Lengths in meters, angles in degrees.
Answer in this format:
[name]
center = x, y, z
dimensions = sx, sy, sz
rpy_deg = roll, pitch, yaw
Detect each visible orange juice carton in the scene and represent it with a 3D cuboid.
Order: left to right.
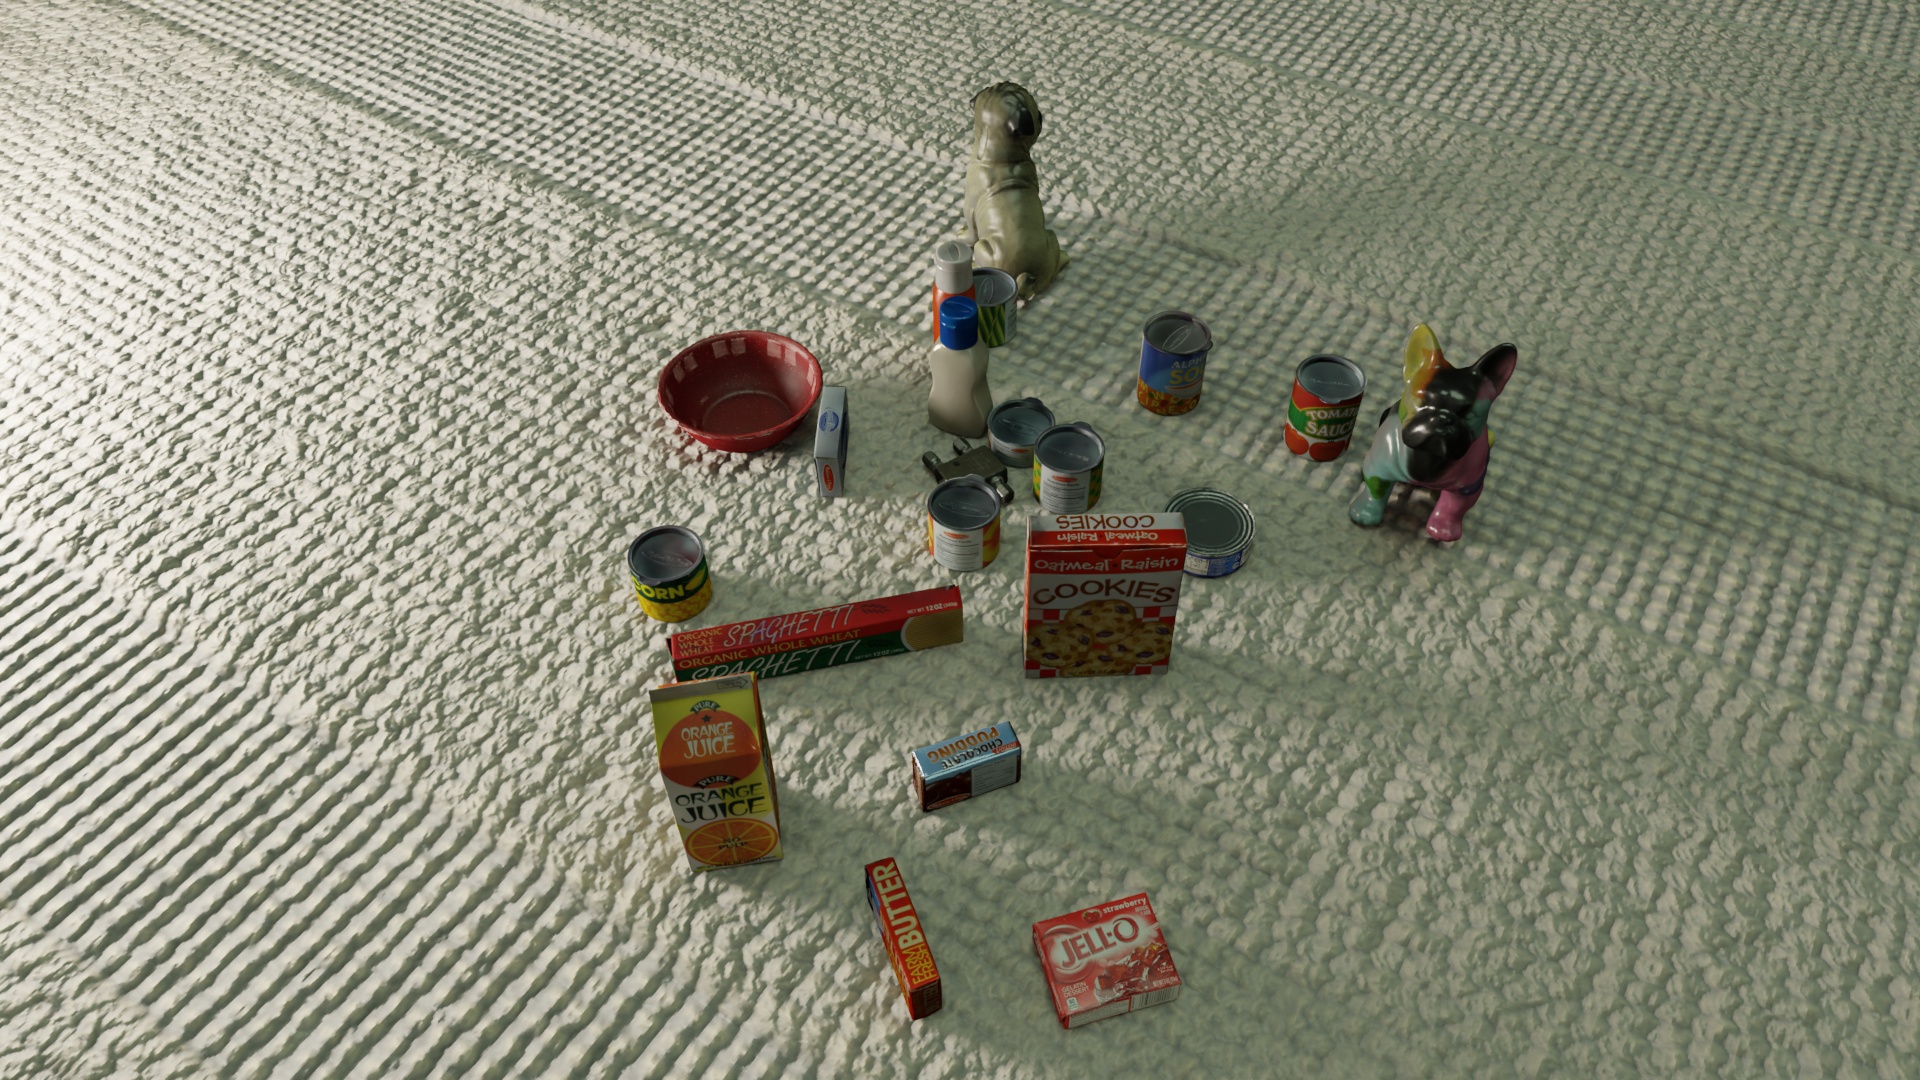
[orange juice carton]
center = -0.177, 0.160, 1.012
dimensions = 0.072, 0.191, 0.073
rpy_deg = -7, 48, -6

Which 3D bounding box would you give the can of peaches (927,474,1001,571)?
[can of peaches]
center = 0.005, -0.016, 1.261
dimensions = 0.071, 0.057, 0.071
rpy_deg = 0, 48, 0

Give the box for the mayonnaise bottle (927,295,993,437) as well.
[mayonnaise bottle]
center = 0.000, -0.167, 1.339
dimensions = 0.065, 0.147, 0.041
rpy_deg = 19, 51, 17

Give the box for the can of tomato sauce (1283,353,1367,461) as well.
[can of tomato sauce]
center = 0.351, -0.126, 1.342
dimensions = 0.071, 0.082, 0.071
rpy_deg = 0, 48, 0

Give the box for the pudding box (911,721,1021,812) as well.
[pudding box]
center = 0.005, 0.178, 1.091
dimensions = 0.084, 0.049, 0.030
rpy_deg = -16, 50, -14

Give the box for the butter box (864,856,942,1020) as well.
[butter box]
center = -0.041, 0.284, 0.992
dimensions = 0.024, 0.052, 0.104
rpy_deg = -16, 50, -13

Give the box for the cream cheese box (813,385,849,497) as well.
[cream cheese box]
center = -0.123, -0.096, 1.339
dimensions = 0.024, 0.053, 0.104
rpy_deg = 0, 48, 1

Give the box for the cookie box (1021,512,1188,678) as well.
[cookie box]
center = 0.114, 0.047, 1.129
dimensions = 0.123, 0.166, 0.040
rpy_deg = -2, 48, -1

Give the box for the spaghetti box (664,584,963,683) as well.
[spaghetti box]
center = -0.120, 0.083, 1.177
dimensions = 0.250, 0.049, 0.029
rpy_deg = -10, 48, -9

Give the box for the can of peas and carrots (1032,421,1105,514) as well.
[can of peas and carrots]
center = 0.102, -0.068, 1.308
dimensions = 0.071, 0.058, 0.071
rpy_deg = 0, 48, 0

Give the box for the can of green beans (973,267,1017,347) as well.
[can of green beans]
center = 0.027, -0.247, 1.472
dimensions = 0.071, 0.057, 0.071
rpy_deg = 0, 48, 0

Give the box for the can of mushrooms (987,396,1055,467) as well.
[can of mushrooms]
center = 0.061, -0.106, 1.360
dimensions = 0.071, 0.033, 0.071
rpy_deg = 0, 48, 0

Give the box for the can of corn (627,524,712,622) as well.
[can of corn]
center = -0.256, 0.031, 1.220
dimensions = 0.071, 0.058, 0.071
rpy_deg = 0, 48, 0

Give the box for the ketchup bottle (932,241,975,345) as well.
[ketchup bottle]
center = -0.007, -0.229, 1.395
dimensions = 0.043, 0.148, 0.065
rpy_deg = -5, 48, -4

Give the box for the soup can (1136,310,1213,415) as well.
[soup can]
center = 0.214, -0.175, 1.387
dimensions = 0.071, 0.083, 0.072
rpy_deg = 0, 48, 0
